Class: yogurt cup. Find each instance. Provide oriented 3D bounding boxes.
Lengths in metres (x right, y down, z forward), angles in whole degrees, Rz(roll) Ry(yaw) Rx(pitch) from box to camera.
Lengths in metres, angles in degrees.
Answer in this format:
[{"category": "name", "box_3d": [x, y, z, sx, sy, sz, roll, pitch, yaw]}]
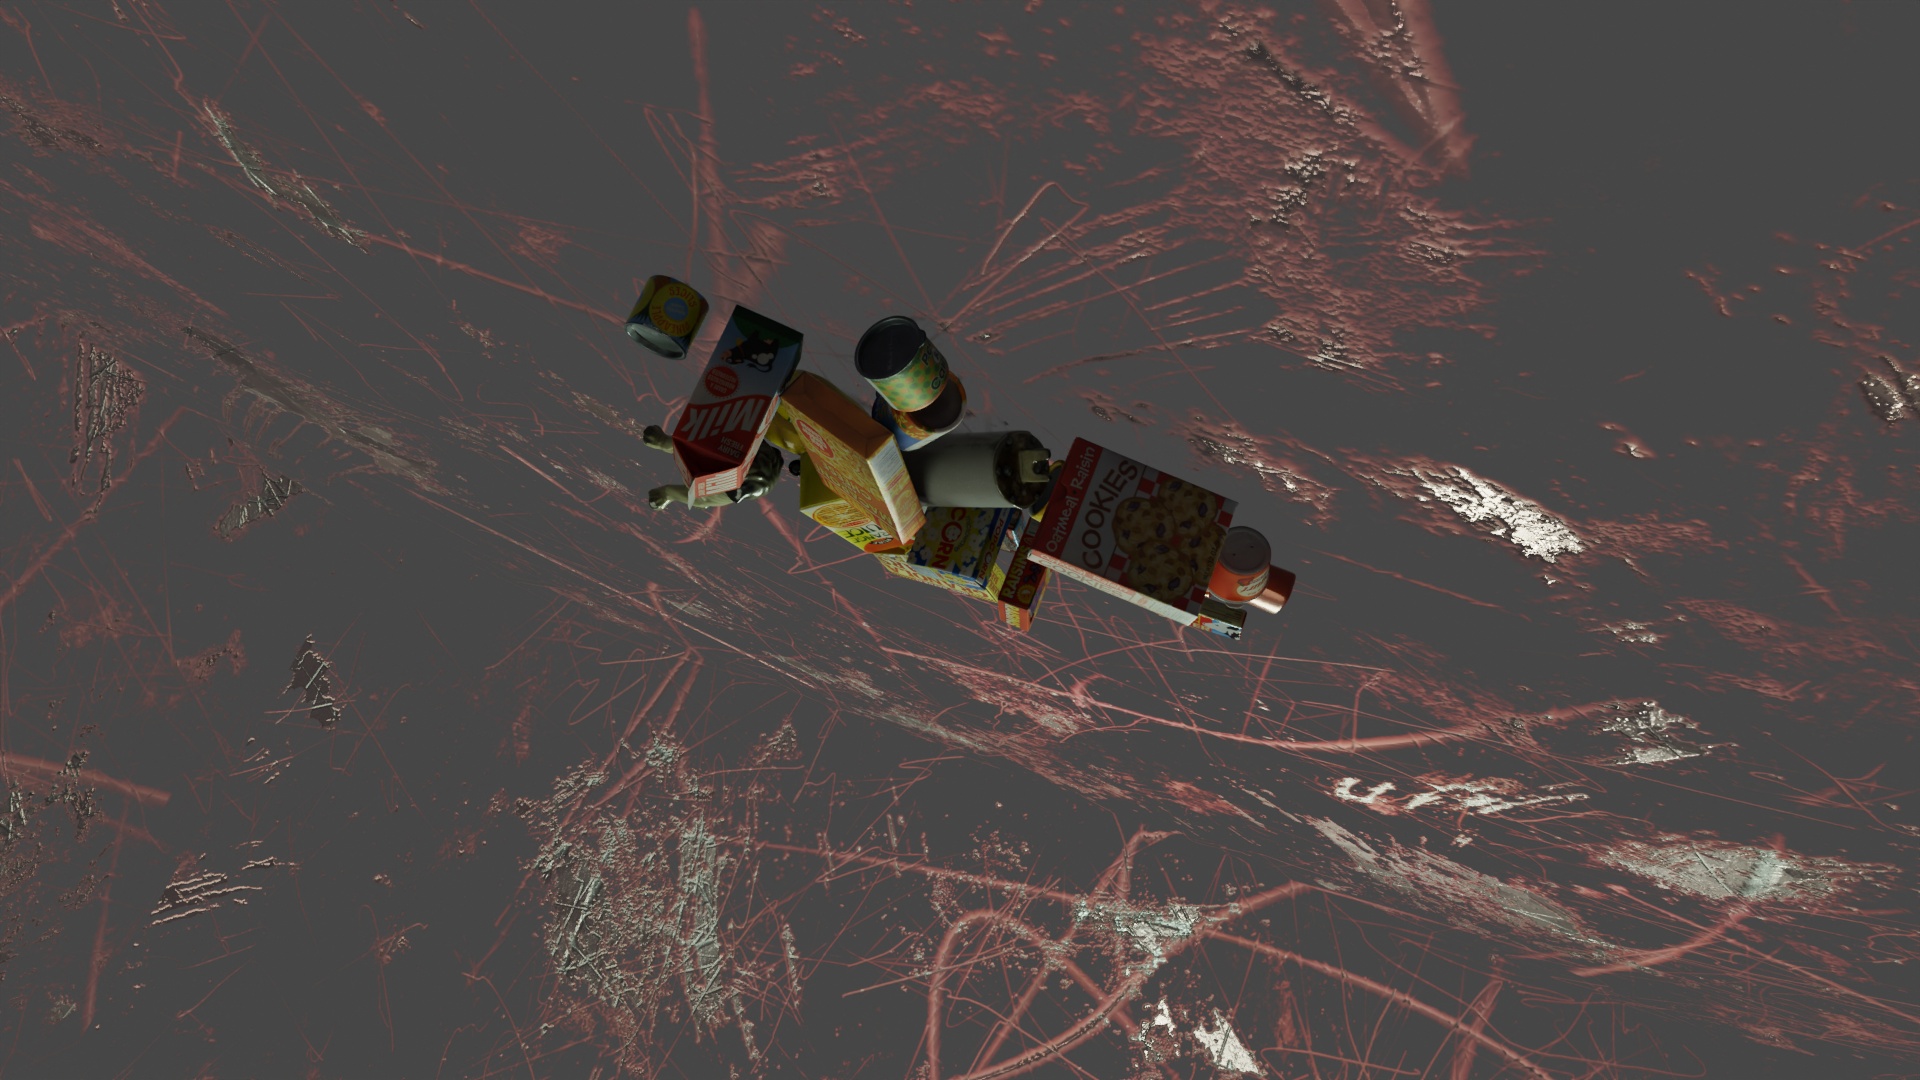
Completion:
[{"category": "yogurt cup", "box_3d": [0.274, 0.021, 1.368, 0.072, 0.073, 0.053, 19, 155, 10]}]

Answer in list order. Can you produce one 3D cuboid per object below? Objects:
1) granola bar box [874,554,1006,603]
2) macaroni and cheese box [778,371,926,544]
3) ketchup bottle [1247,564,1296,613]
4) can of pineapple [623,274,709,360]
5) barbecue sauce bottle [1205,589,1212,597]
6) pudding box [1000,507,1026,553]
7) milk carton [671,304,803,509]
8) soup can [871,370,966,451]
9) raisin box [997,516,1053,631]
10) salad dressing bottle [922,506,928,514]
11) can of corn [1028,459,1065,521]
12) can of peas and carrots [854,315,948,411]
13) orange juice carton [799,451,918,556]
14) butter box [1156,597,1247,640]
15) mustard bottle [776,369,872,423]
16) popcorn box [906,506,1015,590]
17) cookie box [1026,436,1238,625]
[{"category": "granola bar box", "box_3d": [-0.034, 0.025, 1.817, 0.165, 0.039, 0.124, 15, 162, 25]}, {"category": "macaroni and cheese box", "box_3d": [-0.102, -0.079, 1.371, 0.124, 0.040, 0.165, 37, 164, 26]}, {"category": "ketchup bottle", "box_3d": [0.266, 0.028, 1.431, 0.149, 0.043, 0.064, 22, 162, 2]}, {"category": "can of pineapple", "box_3d": [-0.286, -0.218, 1.354, 0.071, 0.058, 0.070, 20, 163, 7]}, {"category": "barbecue sauce bottle", "box_3d": [0.203, 0.026, 1.505, 0.148, 0.044, 0.064, 16, 155, 19]}, {"category": "pudding box", "box_3d": [0.049, -0.015, 1.600, 0.050, 0.030, 0.083, 17, 163, 15]}, {"category": "milk carton", "box_3d": [-0.222, -0.121, 1.338, 0.073, 0.191, 0.072, 23, 163, -3]}, {"category": "soup can", "box_3d": [-0.041, -0.126, 1.312, 0.071, 0.071, 0.083, 28, 162, -17]}, {"category": "raisin box", "box_3d": [0.081, 0.029, 1.532, 0.040, 0.124, 0.086, 20, 162, 10]}, {"category": "salad dressing bottle", "box_3d": [-0.013, -0.030, 1.613, 0.064, 0.044, 0.147, 7, 159, 26]}, {"category": "can of corn", "box_3d": [0.110, -0.041, 1.383, 0.058, 0.071, 0.071, 28, 162, -16]}, {"category": "can of peas and carrots", "box_3d": [-0.049, -0.157, 1.229, 0.071, 0.071, 0.058, 11, 160, 33]}, {"category": "orange juice carton", "box_3d": [-0.102, -0.041, 1.586, 0.073, 0.072, 0.192, -12, 156, 25]}, {"category": "butter box", "box_3d": [0.281, 0.084, 1.620, 0.103, 0.024, 0.053, 18, 162, 15]}, {"category": "mustard bottle", "box_3d": [-0.124, -0.121, 1.462, 0.160, 0.049, 0.065, 35, 158, -35]}, {"category": "popcorn box", "box_3d": [0.005, -0.019, 1.477, 0.085, 0.127, 0.038, 12, 164, 31]}, {"category": "cookie box", "box_3d": [0.162, -0.010, 1.308, 0.167, 0.123, 0.040, 23, 162, 0]}]
